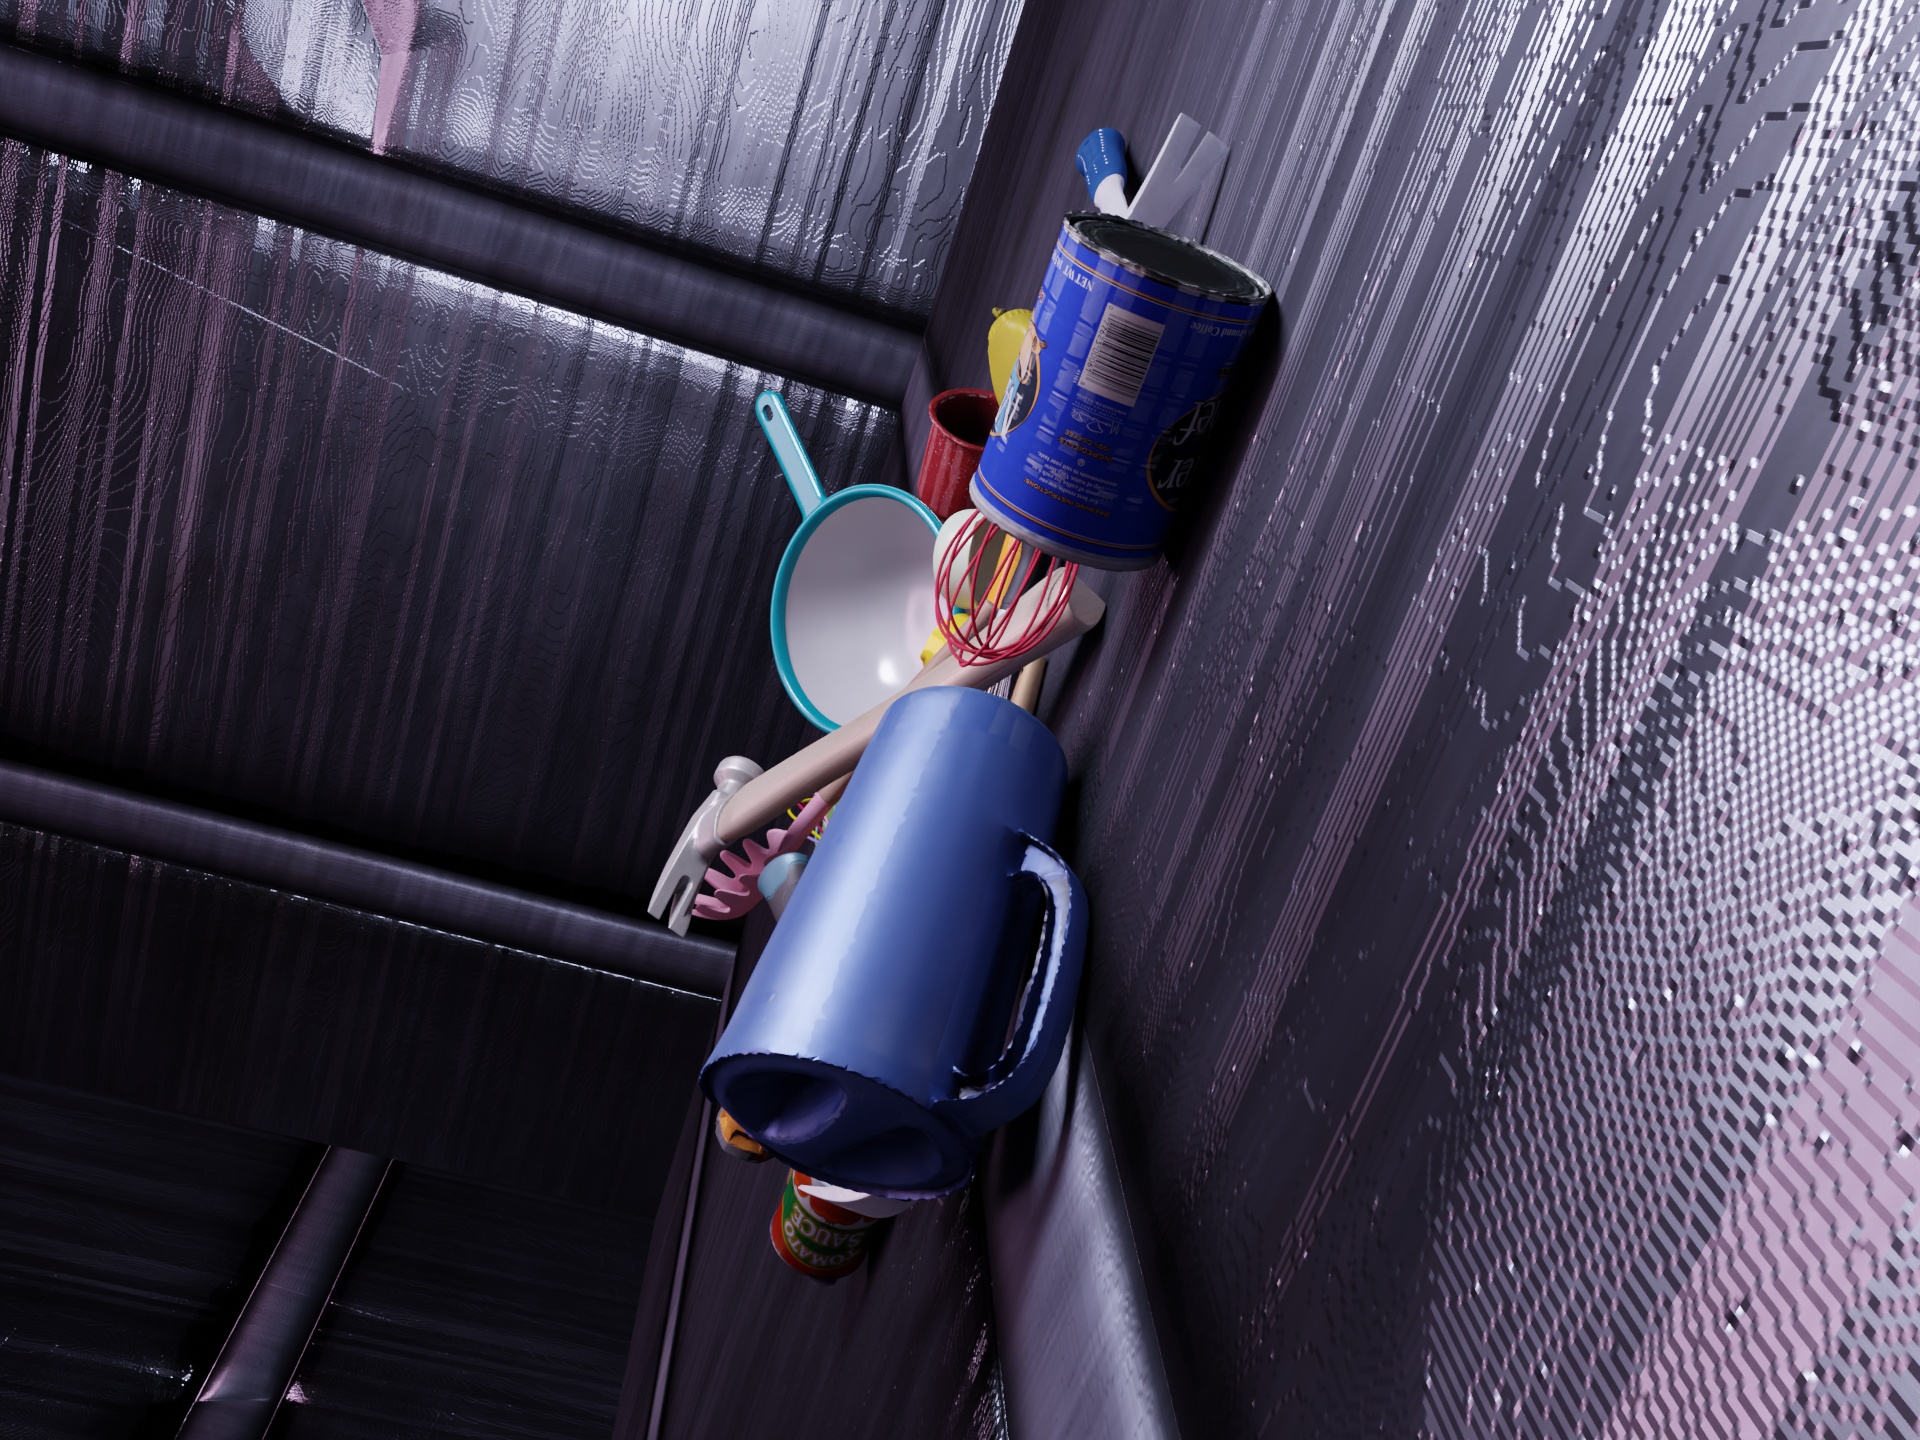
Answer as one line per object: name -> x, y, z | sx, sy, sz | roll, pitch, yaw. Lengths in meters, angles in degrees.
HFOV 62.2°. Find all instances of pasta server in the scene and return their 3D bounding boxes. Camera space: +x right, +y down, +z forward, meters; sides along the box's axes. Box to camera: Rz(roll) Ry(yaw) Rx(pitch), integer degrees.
pasta server -> -0.084, 0.031, 1.122 | 0.316, 0.040, 0.060 | -48, 18, 16

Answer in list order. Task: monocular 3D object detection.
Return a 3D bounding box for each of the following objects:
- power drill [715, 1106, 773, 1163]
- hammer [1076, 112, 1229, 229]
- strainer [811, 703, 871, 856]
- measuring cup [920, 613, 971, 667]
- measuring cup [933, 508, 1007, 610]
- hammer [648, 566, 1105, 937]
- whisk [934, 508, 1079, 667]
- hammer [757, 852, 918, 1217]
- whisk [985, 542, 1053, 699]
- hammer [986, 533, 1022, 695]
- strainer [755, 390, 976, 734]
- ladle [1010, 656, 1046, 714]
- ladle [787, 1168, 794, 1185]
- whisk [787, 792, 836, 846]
power drill -> -0.129, 0.231, 1.319 | 0.226, 0.084, 0.185 | -69, 0, -68
hammer -> 0.105, -0.360, 1.076 | 0.144, 0.035, 0.406 | -51, 15, 24
strainer -> -0.088, 0.082, 1.464 | 0.256, 0.069, 0.152 | 114, 166, -45
measuring cup -> -0.002, -0.004, 1.199 | 0.029, 0.062, 0.156 | 33, 126, 44
measuring cup -> 0.024, -0.156, 1.204 | 0.083, 0.038, 0.168 | 59, -135, -48
hammer -> -0.064, 0.018, 1.010 | 0.410, 0.038, 0.146 | -31, 27, 43
whisk -> 0.060, -0.148, 0.887 | 0.296, 0.073, 0.073 | -64, 3, -27
hammer -> -0.071, 0.168, 0.952 | 0.128, 0.033, 0.331 | -53, 29, 8
whisk -> 0.022, -0.032, 1.041 | 0.070, 0.070, 0.284 | -167, 97, -81
hammer -> 0.047, -0.147, 1.137 | 0.127, 0.034, 0.337 | -164, 90, -80
strainer -> -0.080, -0.140, 1.353 | 0.211, 0.095, 0.341 | -40, 64, 31
ladle -> -0.007, 0.105, 0.976 | 0.078, 0.062, 0.320 | 161, 127, -72
ladle -> -0.112, 0.320, 1.338 | 0.069, 0.031, 0.315 | -70, 1, -45
whisk -> -0.096, 0.090, 1.169 | 0.051, 0.047, 0.245 | -64, 13, 6
